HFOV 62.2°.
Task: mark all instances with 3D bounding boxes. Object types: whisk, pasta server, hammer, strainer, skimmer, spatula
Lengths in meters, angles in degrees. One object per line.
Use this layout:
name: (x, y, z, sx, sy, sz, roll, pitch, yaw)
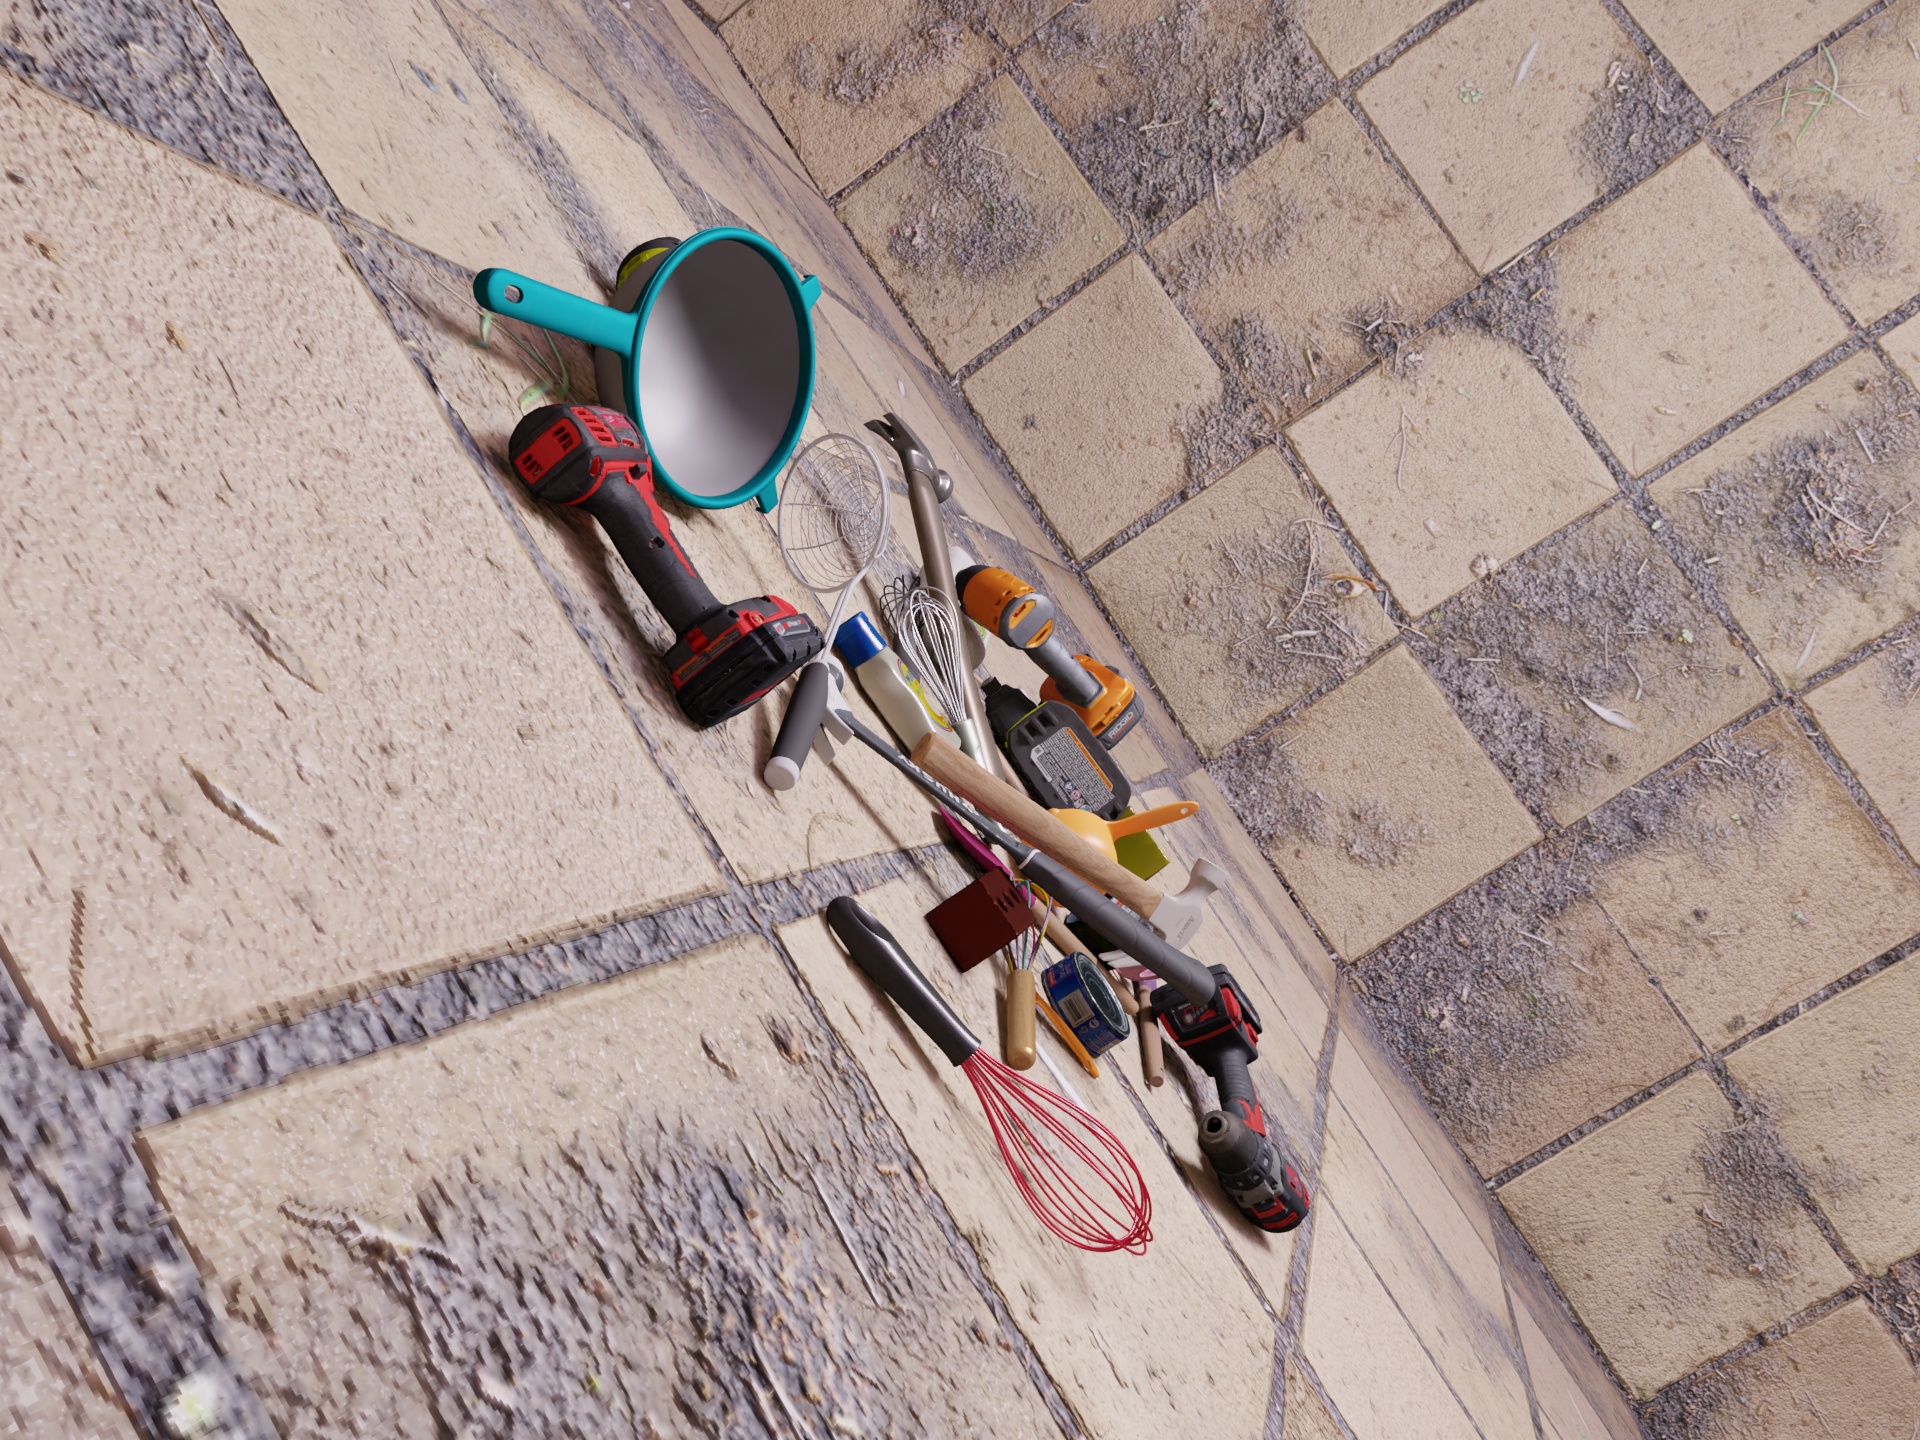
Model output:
whisk: (0.042, 0.189, 1.229, 0.047, 0.051, 0.245, 31, 22, -13)
pasta server: (0.103, 0.132, 1.599, 0.316, 0.040, 0.060, 58, 0, 17)
hammer: (-0.019, -0.115, 1.563, 0.146, 0.038, 0.411, 42, 30, -56)
strainer: (-0.245, -0.277, 1.173, 0.095, 0.211, 0.340, 15, 5, 32)
whisk: (0.017, 0.223, 0.996, 0.296, 0.073, 0.073, 48, 12, -1)
hammer: (0.040, 0.097, 1.216, 0.408, 0.036, 0.149, 38, 12, -15)
hammer: (0.088, 0.111, 1.408, 0.331, 0.130, 0.031, 35, -5, -24)
whisk: (-0.052, -0.079, 1.545, 0.055, 0.055, 0.239, 50, 17, -25)
whisk: (-0.002, -0.005, 1.445, 0.058, 0.059, 0.246, -9, 79, -73)
skimmer: (-0.119, -0.086, 1.171, 0.090, 0.127, 0.364, 36, 34, -17)
spatula: (0.183, 0.279, 1.563, 0.059, 0.018, 0.316, 54, 11, -11)

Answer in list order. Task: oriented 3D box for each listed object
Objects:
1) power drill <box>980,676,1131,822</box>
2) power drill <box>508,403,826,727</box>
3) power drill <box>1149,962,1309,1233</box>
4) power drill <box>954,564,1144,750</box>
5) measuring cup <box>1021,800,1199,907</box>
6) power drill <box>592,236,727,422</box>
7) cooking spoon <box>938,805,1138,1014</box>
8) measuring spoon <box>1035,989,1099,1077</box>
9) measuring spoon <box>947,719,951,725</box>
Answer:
power drill: (0.089, 0.033, 1.645, 0.171, 0.080, 0.223, 53, -3, -10)
power drill: (-0.190, -0.109, 1.032, 0.219, 0.078, 0.143, 52, 12, -1)
power drill: (0.242, 0.337, 1.454, 0.187, 0.080, 0.227, 52, 18, -43)
power drill: (0.084, -0.078, 1.694, 0.226, 0.084, 0.164, 45, -3, -35)
measuring cup: (0.141, 0.118, 1.470, 0.052, 0.173, 0.095, -97, 165, -57)
power drill: (-0.234, -0.315, 1.396, 0.190, 0.080, 0.229, 46, 18, -32)
cooking spoon: (0.075, 0.176, 1.414, 0.318, 0.017, 0.069, 47, 0, -34)
measuring spoon: (0.079, 0.249, 1.270, 0.116, 0.011, 0.021, 53, 14, -27)
measuring spoon: (0.016, 0.047, 1.555, 0.034, 0.018, 0.124, 28, 23, -56)
